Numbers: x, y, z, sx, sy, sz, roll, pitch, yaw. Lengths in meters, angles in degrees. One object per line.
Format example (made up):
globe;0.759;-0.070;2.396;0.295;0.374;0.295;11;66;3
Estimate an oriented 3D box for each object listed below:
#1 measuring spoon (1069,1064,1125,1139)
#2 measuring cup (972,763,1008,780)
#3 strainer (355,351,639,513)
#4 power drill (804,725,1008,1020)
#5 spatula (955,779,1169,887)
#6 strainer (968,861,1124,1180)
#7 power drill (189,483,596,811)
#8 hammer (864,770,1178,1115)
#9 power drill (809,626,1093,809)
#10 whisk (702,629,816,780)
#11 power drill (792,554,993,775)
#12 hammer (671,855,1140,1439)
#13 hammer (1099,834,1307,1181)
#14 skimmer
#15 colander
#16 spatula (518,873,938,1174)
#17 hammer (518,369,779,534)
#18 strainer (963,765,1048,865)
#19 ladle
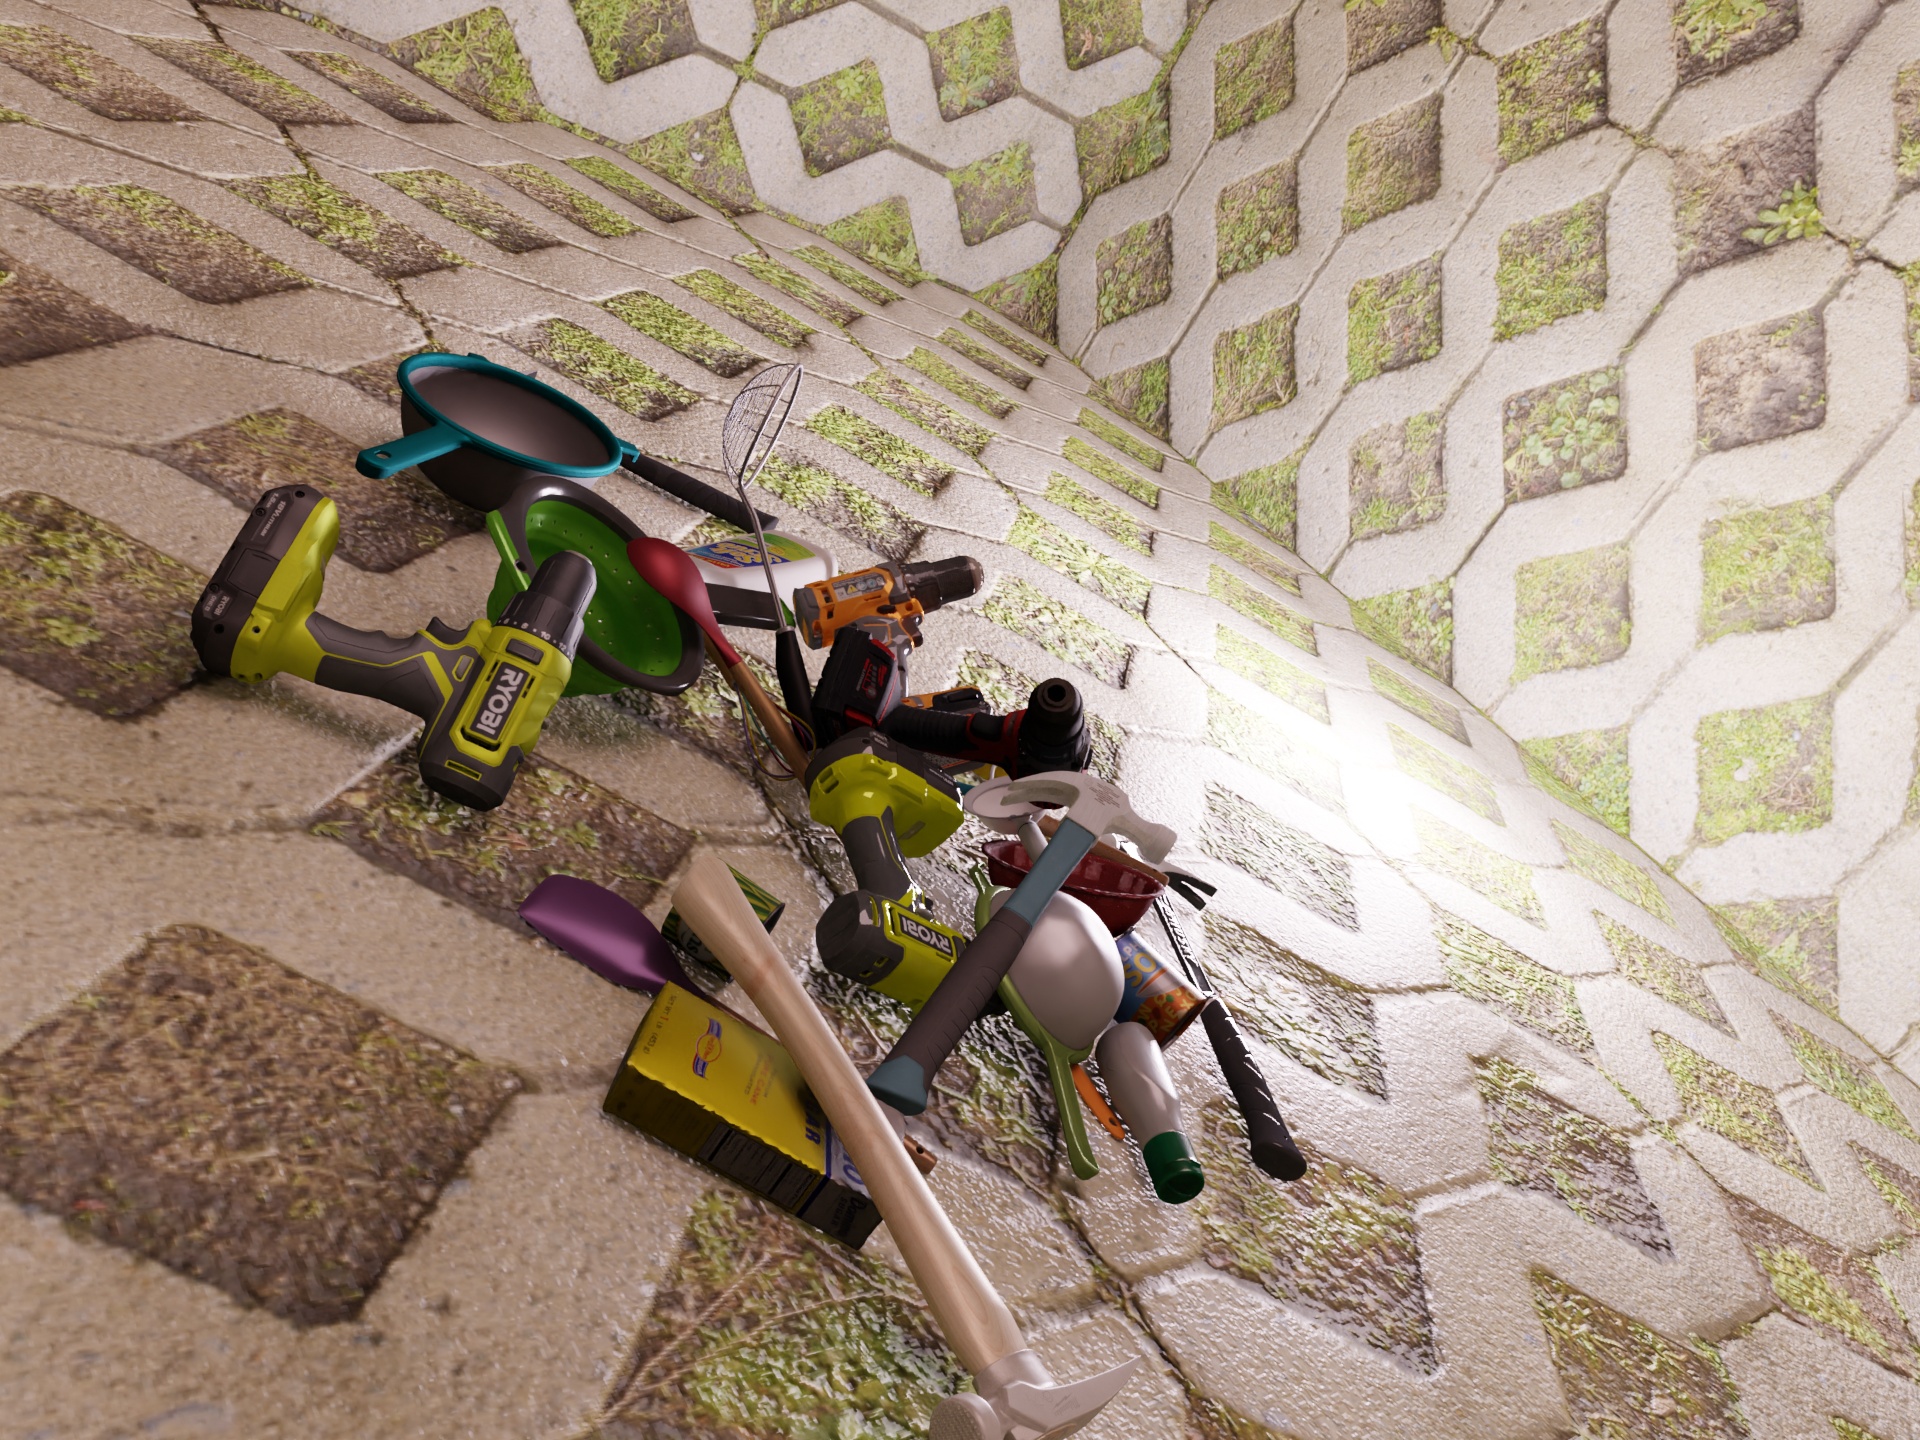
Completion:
measuring spoon;0.094;0.271;1.210;0.021;0.011;0.117;12;30;-42
measuring cup;-0.012;0.021;1.583;0.156;0.029;0.062;23;21;7
strainer;-0.445;-0.229;1.420;0.211;0.095;0.340;31;24;2
power drill;-0.041;0.124;1.224;0.171;0.080;0.223;31;29;-35
spatula;0.053;0.073;1.471;0.318;0.044;0.082;25;20;21
strainer;0.087;0.214;1.172;0.151;0.069;0.257;43;22;-36
power drill;-0.376;-0.066;1.085;0.228;0.191;0.080;25;-22;-9
hammer;0.034;0.153;1.137;0.128;0.033;0.331;34;50;8
power drill;-0.002;-0.004;1.292;0.227;0.080;0.187;15;-22;8
whisk;-0.184;-0.024;1.411;0.051;0.047;0.245;10;28;-37
power drill;-0.039;-0.057;1.478;0.185;0.084;0.226;-16;57;-13
hammer;-0.054;0.236;0.939;0.146;0.038;0.411;6;37;-48
hammer;0.218;0.243;1.407;0.149;0.036;0.409;23;25;-25
skimmer;-0.144;-0.143;1.429;0.090;0.127;0.363;-13;80;-13
colander;-0.273;-0.085;1.343;0.205;0.094;0.397;61;21;14
spatula;-0.146;0.197;1.032;0.316;0.018;0.060;35;41;3
hammer;-0.350;-0.281;1.729;0.334;0.035;0.146;25;24;-19
strainer;0.055;0.094;1.348;0.087;0.050;0.259;-10;16;-5
ladle;-0.171;-0.023;1.304;0.315;0.031;0.069;57;25;-2
